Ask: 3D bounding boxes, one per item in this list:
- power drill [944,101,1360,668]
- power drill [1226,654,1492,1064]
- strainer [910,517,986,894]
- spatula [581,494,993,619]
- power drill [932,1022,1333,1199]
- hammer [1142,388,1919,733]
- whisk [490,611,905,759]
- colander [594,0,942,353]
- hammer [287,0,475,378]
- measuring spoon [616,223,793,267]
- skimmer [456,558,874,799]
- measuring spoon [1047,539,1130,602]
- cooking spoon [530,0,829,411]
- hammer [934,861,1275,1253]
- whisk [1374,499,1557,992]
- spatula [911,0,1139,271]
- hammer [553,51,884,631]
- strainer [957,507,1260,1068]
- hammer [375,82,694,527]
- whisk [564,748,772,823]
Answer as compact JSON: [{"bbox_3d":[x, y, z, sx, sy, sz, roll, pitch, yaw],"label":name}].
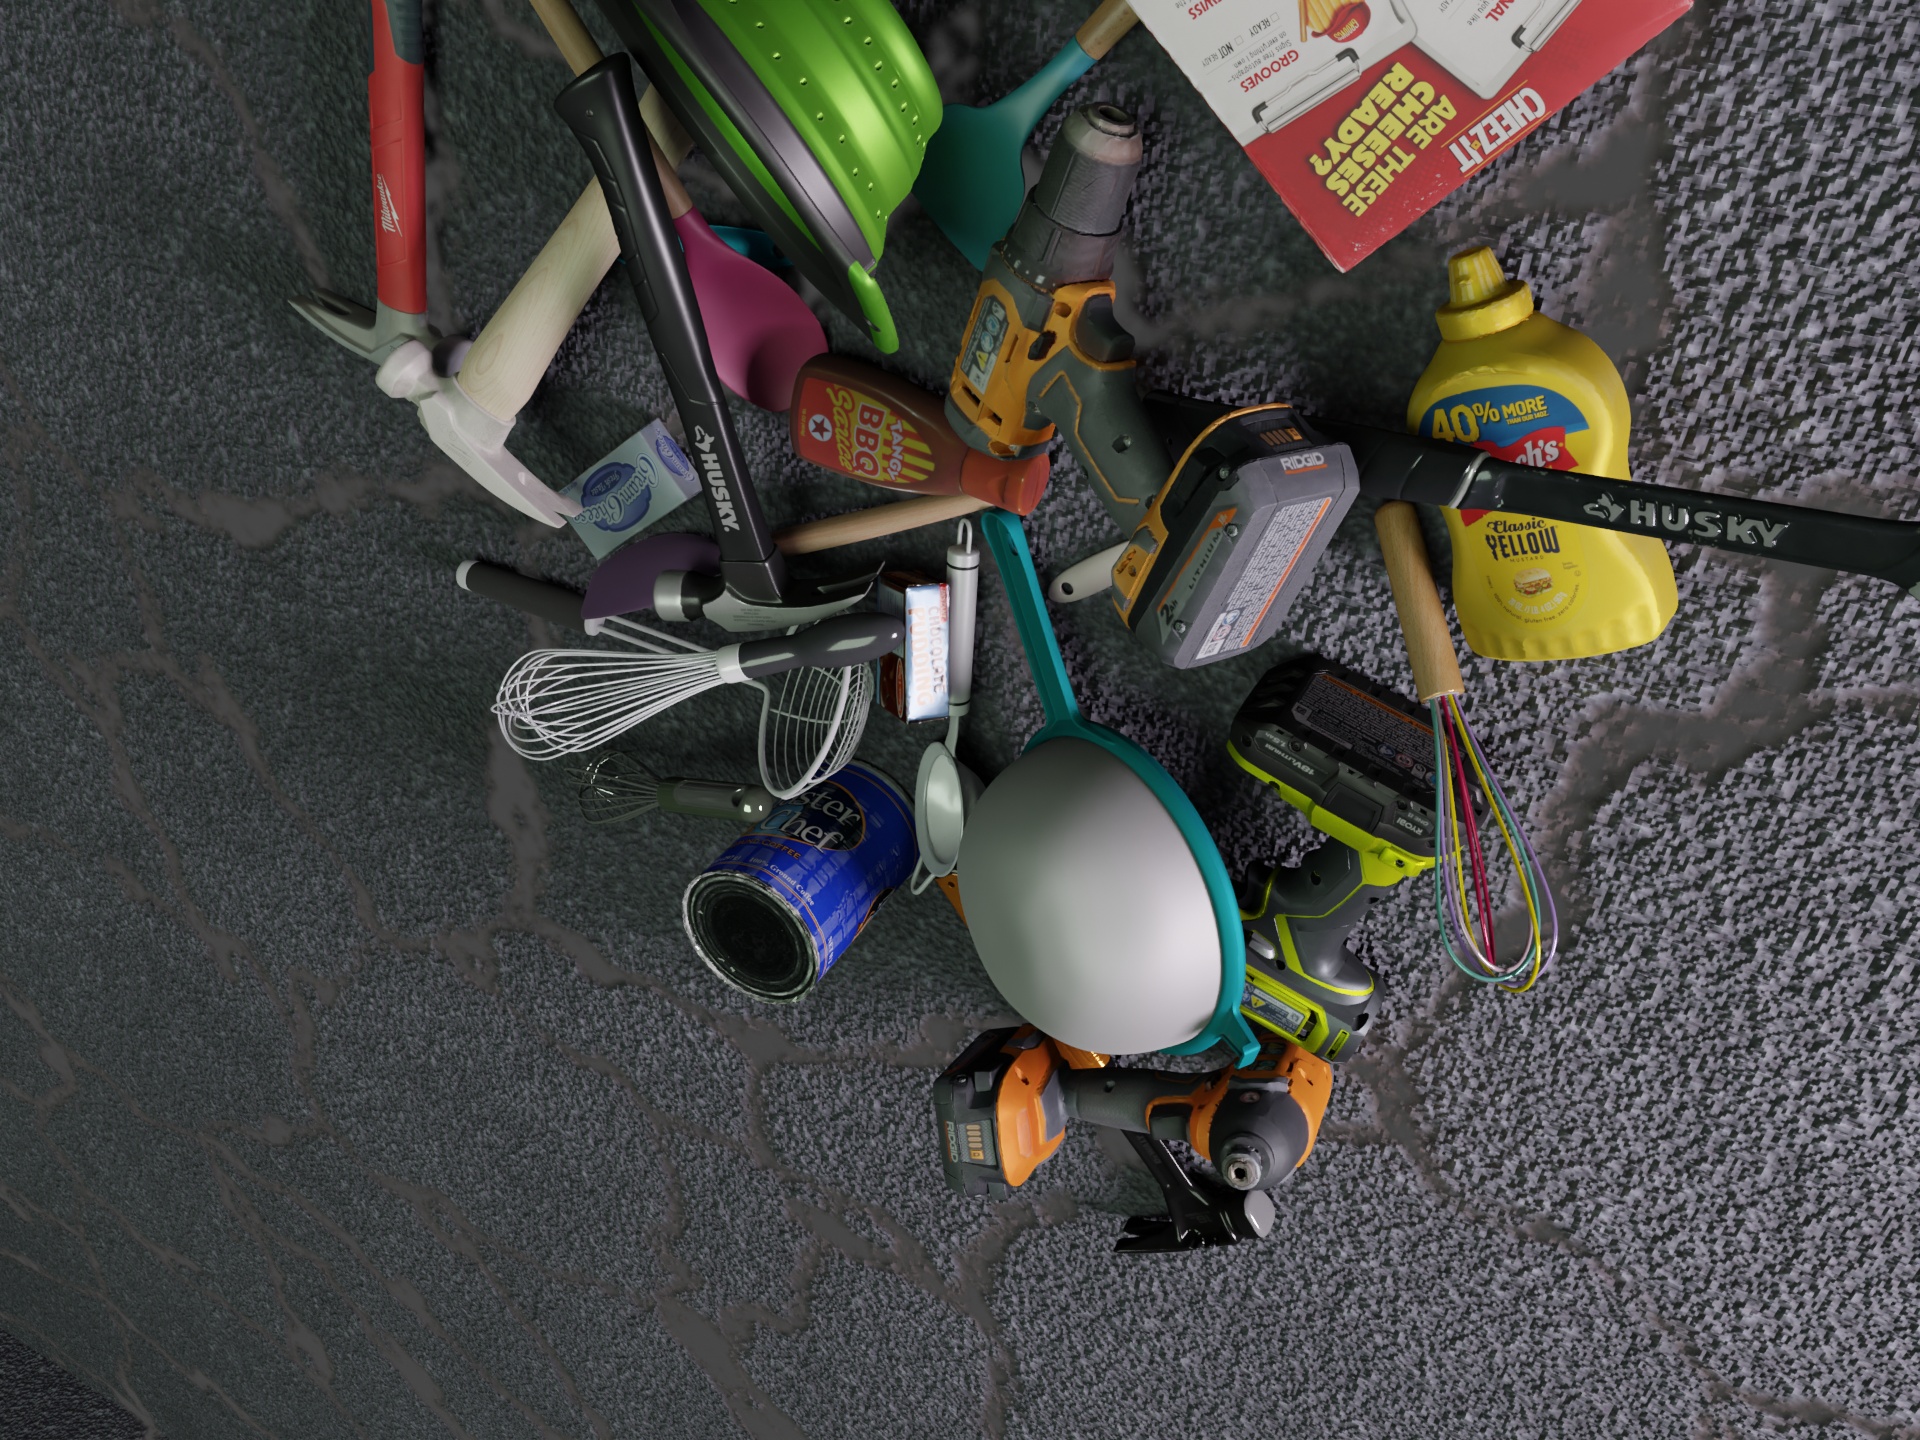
[{"bbox_3d":[0.085,-0.160,0.754,0.226,0.084,0.185,54,141,28],"label":"power drill"},{"bbox_3d":[0.184,0.080,0.898,0.171,0.080,0.223,30,133,13],"label":"power drill"},{"bbox_3d":[-0.002,-0.003,0.981,0.087,0.050,0.258,-125,33,-55],"label":"strainer"},{"bbox_3d":[-0.113,-0.110,0.980,0.316,0.060,0.018,-9,147,30],"label":"spatula"},{"bbox_3d":[0.103,0.240,0.965,0.226,0.164,0.084,-5,97,20],"label":"power drill"},{"bbox_3d":[0.235,-0.104,0.683,0.409,0.036,0.149,21,135,44],"label":"hammer"},{"bbox_3d":[-0.163,-0.030,0.958,0.284,0.070,0.070,-11,114,21],"label":"whisk"},{"bbox_3d":[-0.126,-0.356,0.739,0.094,0.204,0.397,-39,85,0],"label":"colander"},{"bbox_3d":[-0.346,-0.391,0.942,0.143,0.038,0.386,27,130,16],"label":"hammer"},{"bbox_3d":[-0.146,-0.277,0.911,0.128,0.021,0.042,13,123,14],"label":"measuring spoon"},{"bbox_3d":[-0.210,-0.053,1.043,0.363,0.090,0.127,19,96,23],"label":"skimmer"},{"bbox_3d":[0.093,-0.088,0.881,0.124,0.018,0.034,-24,105,40],"label":"measuring spoon"},{"bbox_3d":[-0.160,-0.289,0.833,0.069,0.017,0.318,-22,132,13],"label":"cooking spoon"},{"bbox_3d":[0.078,0.228,1.086,0.127,0.034,0.336,-24,105,39],"label":"hammer"},{"bbox_3d":[0.236,0.011,0.772,0.051,0.047,0.245,-13,78,10],"label":"whisk"},{"bbox_3d":[0.079,-0.331,0.730,0.317,0.044,0.082,-36,97,37],"label":"spatula"},{"bbox_3d":[-0.142,-0.189,0.866,0.146,0.035,0.334,3,130,20],"label":"hammer"},{"bbox_3d":[0.042,0.052,0.914,0.211,0.095,0.340,-1,108,61],"label":"strainer"},{"bbox_3d":[-0.188,-0.281,0.890,0.146,0.038,0.410,42,126,-7],"label":"hammer"},{"bbox_3d":[-0.203,0.050,1.095,0.059,0.058,0.246,32,161,-36],"label":"whisk"}]
